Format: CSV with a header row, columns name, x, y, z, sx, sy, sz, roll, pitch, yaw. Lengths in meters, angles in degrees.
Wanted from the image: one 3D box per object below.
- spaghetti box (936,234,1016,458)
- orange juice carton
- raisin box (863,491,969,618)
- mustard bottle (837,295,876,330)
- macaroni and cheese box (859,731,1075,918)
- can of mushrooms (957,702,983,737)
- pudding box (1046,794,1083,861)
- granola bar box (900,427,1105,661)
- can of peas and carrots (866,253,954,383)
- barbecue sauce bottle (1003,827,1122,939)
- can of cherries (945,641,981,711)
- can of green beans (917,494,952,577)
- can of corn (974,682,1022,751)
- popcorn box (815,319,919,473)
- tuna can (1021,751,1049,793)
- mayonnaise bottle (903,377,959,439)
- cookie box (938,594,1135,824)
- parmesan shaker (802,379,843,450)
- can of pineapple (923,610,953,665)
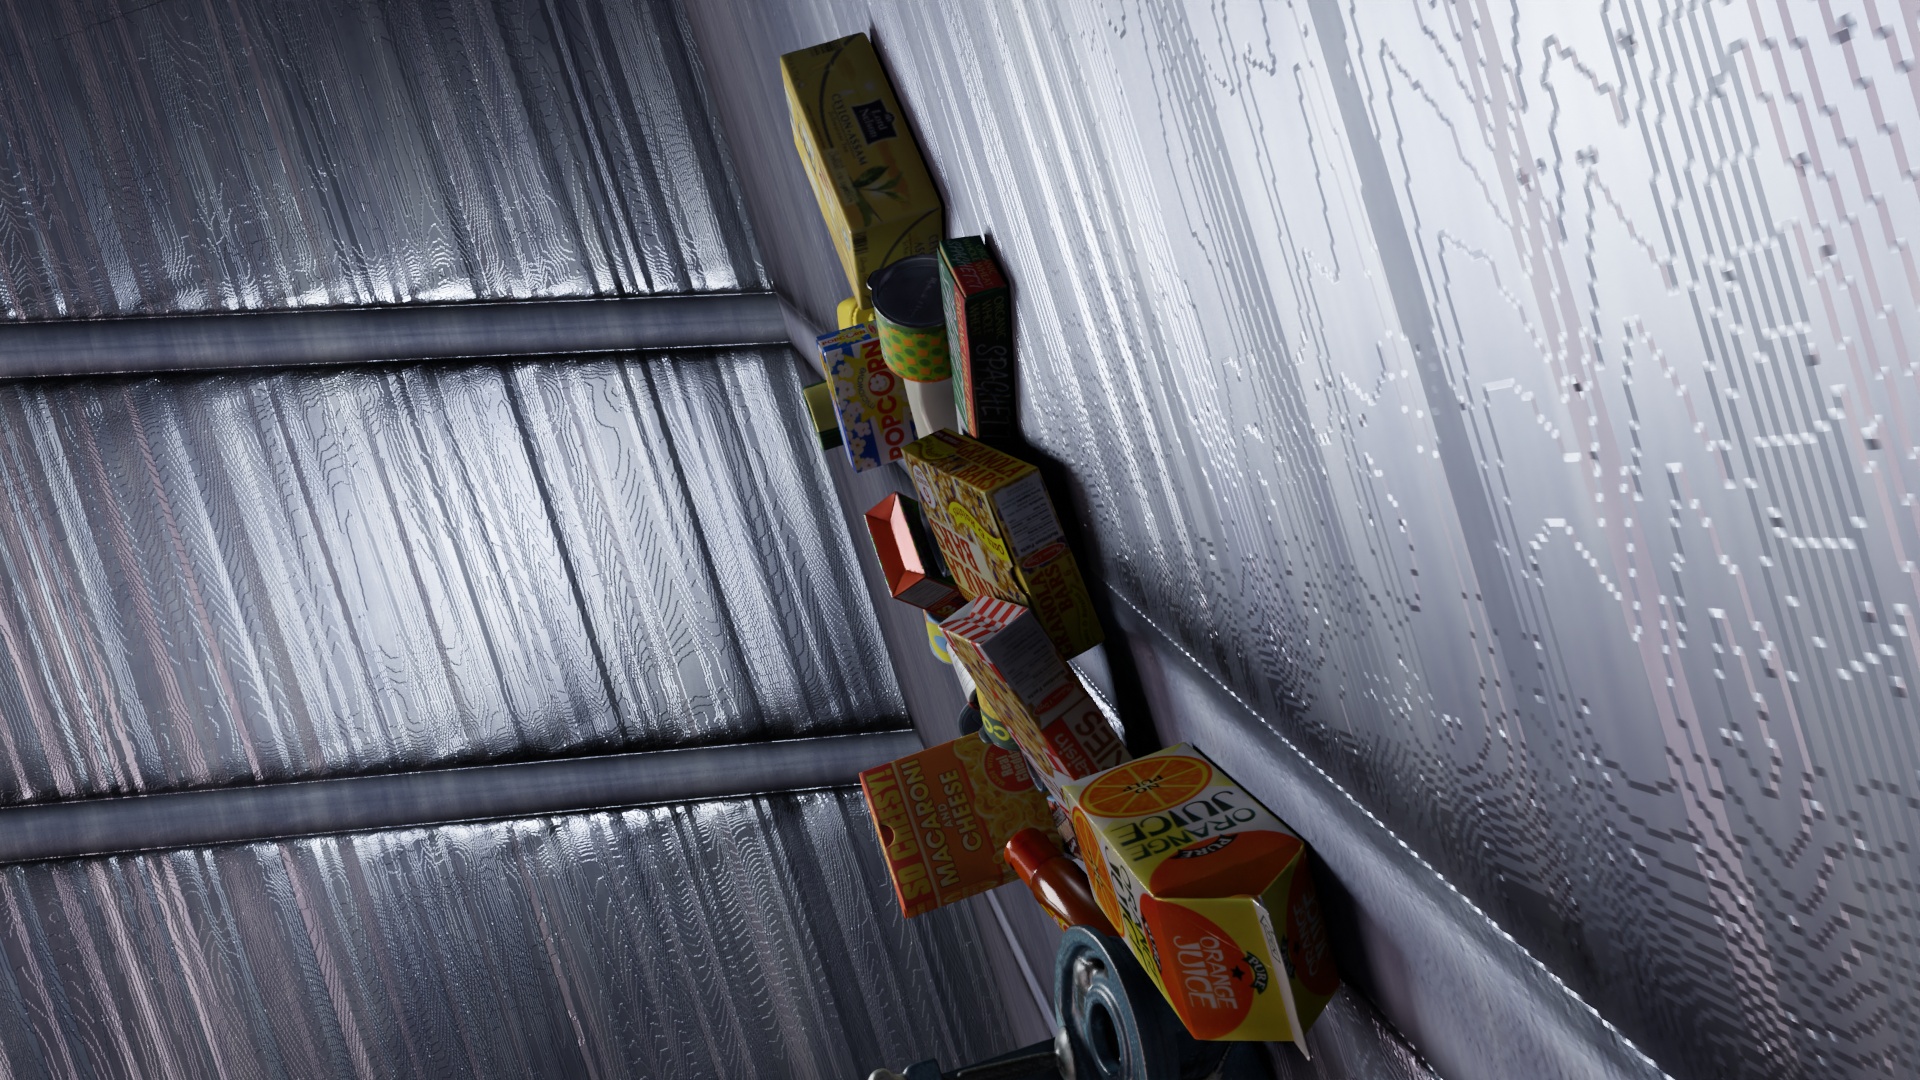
name,x,y,z,sx,sy,sz,roll,pitch,yaw
spaghetti box,0.014,-0.097,0.920,0.248,0.029,0.050,83,166,-56
orange juice carton,0.114,0.164,0.648,0.193,0.073,0.071,-142,35,-76
raisin box,-0.018,0.018,1.158,0.123,0.040,0.086,25,-144,-51
mustard bottle,-0.085,-0.204,1.314,0.160,0.049,0.065,-154,48,-79
macaroni and cheese box,0.013,0.226,1.159,0.040,0.167,0.124,87,163,-61
can of mushrooms,0.034,0.175,1.290,0.071,0.071,0.033,-116,10,-47
pudding box,0.094,0.219,1.082,0.083,0.030,0.049,125,127,-80
granola bar box,0.023,0.000,0.907,0.124,0.039,0.166,67,167,-20
can of peas and carrots,-0.026,-0.149,0.933,0.058,0.071,0.071,83,167,-56
barbecue sauce bottle,0.089,0.278,1.056,0.149,0.044,0.064,42,169,44
can of cherries,0.030,0.100,1.147,0.071,0.071,0.058,83,166,-55
can of green beans,0.004,-0.011,1.081,0.071,0.058,0.071,164,88,-83
can of corn,0.043,0.117,1.052,0.071,0.071,0.058,-118,13,-52
popcorn box,-0.072,-0.132,1.249,0.038,0.085,0.126,-122,17,-57
tuna can,0.069,0.168,1.130,0.071,0.033,0.071,165,88,-82
mayonnaise bottle,-0.022,-0.125,1.083,0.065,0.041,0.147,-128,22,-64
cookie box,0.058,0.115,0.852,0.167,0.040,0.123,56,170,-8
parmesan shaker,-0.095,-0.134,1.341,0.071,0.103,0.071,165,88,-82
can of pineapple,0.002,0.073,1.275,0.057,0.071,0.071,81,168,-48
